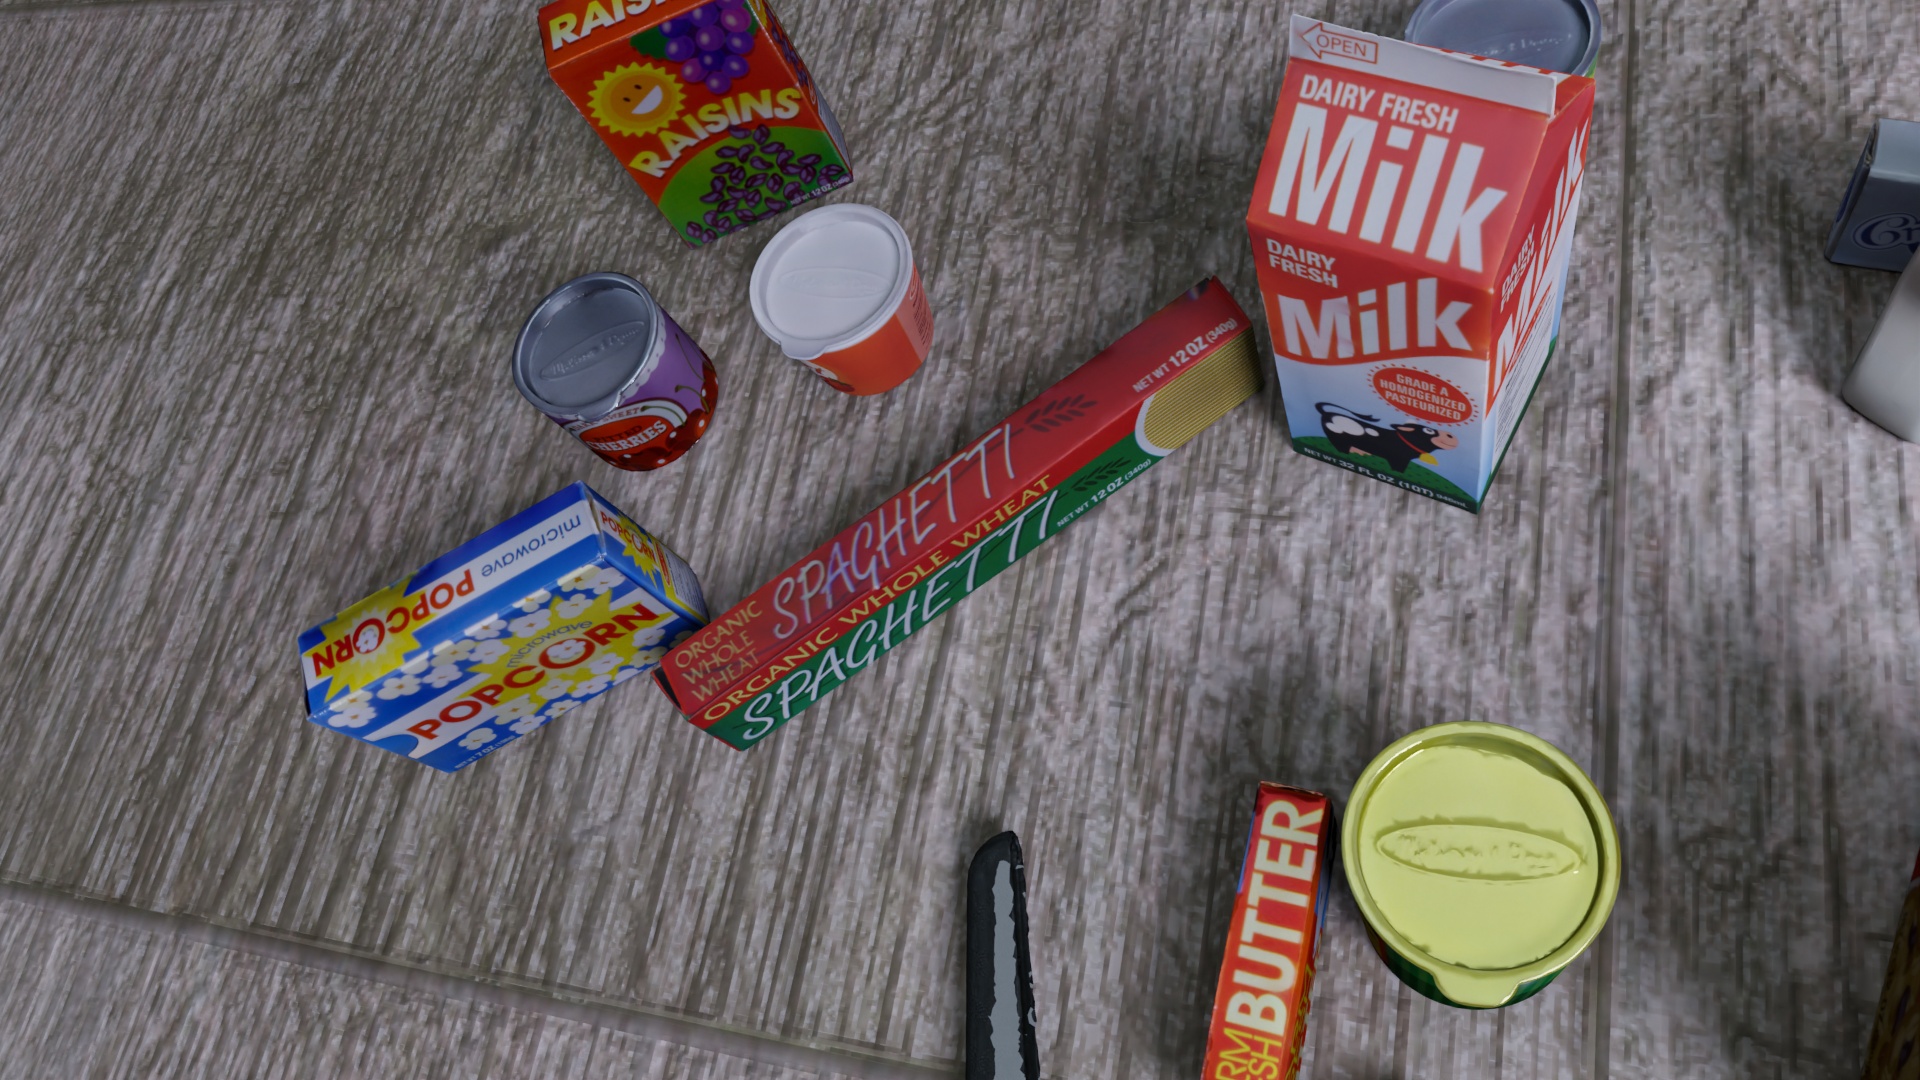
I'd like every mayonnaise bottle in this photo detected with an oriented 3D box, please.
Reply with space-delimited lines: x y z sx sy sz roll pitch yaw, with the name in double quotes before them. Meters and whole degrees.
"mayonnaise bottle" 0.302 -0.084 0.396 0.065 0.147 0.041 -42 62 -2

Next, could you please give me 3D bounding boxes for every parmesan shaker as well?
"parmesan shaker" 0.144 0.099 0.393 0.071 0.103 0.071 -7 66 15

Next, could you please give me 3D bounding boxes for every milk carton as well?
"milk carton" 0.141 -0.086 0.425 0.072 0.190 0.073 24 77 25

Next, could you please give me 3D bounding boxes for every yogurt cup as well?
"yogurt cup" -0.044 -0.095 0.566 0.072 0.053 0.072 -7 66 15

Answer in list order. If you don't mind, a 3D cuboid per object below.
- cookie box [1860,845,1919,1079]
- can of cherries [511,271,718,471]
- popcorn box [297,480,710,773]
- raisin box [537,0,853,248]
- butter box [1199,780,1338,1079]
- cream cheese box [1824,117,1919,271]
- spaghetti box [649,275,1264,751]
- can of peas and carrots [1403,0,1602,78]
"cookie box" 0.257 0.105 0.318 0.040 0.167 0.123 18 75 24
"can of cherries" -0.143 -0.067 0.584 0.071 0.058 0.072 -7 66 15
"popcorn box" -0.171 0.036 0.533 0.126 0.085 0.038 -28 62 5
"raisin box" -0.107 -0.187 0.587 0.086 0.123 0.040 -20 63 9
"butter box" 0.095 0.130 0.424 0.024 0.053 0.104 8 70 21
"cream cheese box" 0.343 -0.104 0.445 0.104 0.053 0.024 15 74 23
"spaghetti box" 0.002 -0.006 0.515 0.250 0.050 0.029 -35 62 1
"can of peas and carrots" 0.200 -0.166 0.515 0.071 0.058 0.071 -7 66 15
